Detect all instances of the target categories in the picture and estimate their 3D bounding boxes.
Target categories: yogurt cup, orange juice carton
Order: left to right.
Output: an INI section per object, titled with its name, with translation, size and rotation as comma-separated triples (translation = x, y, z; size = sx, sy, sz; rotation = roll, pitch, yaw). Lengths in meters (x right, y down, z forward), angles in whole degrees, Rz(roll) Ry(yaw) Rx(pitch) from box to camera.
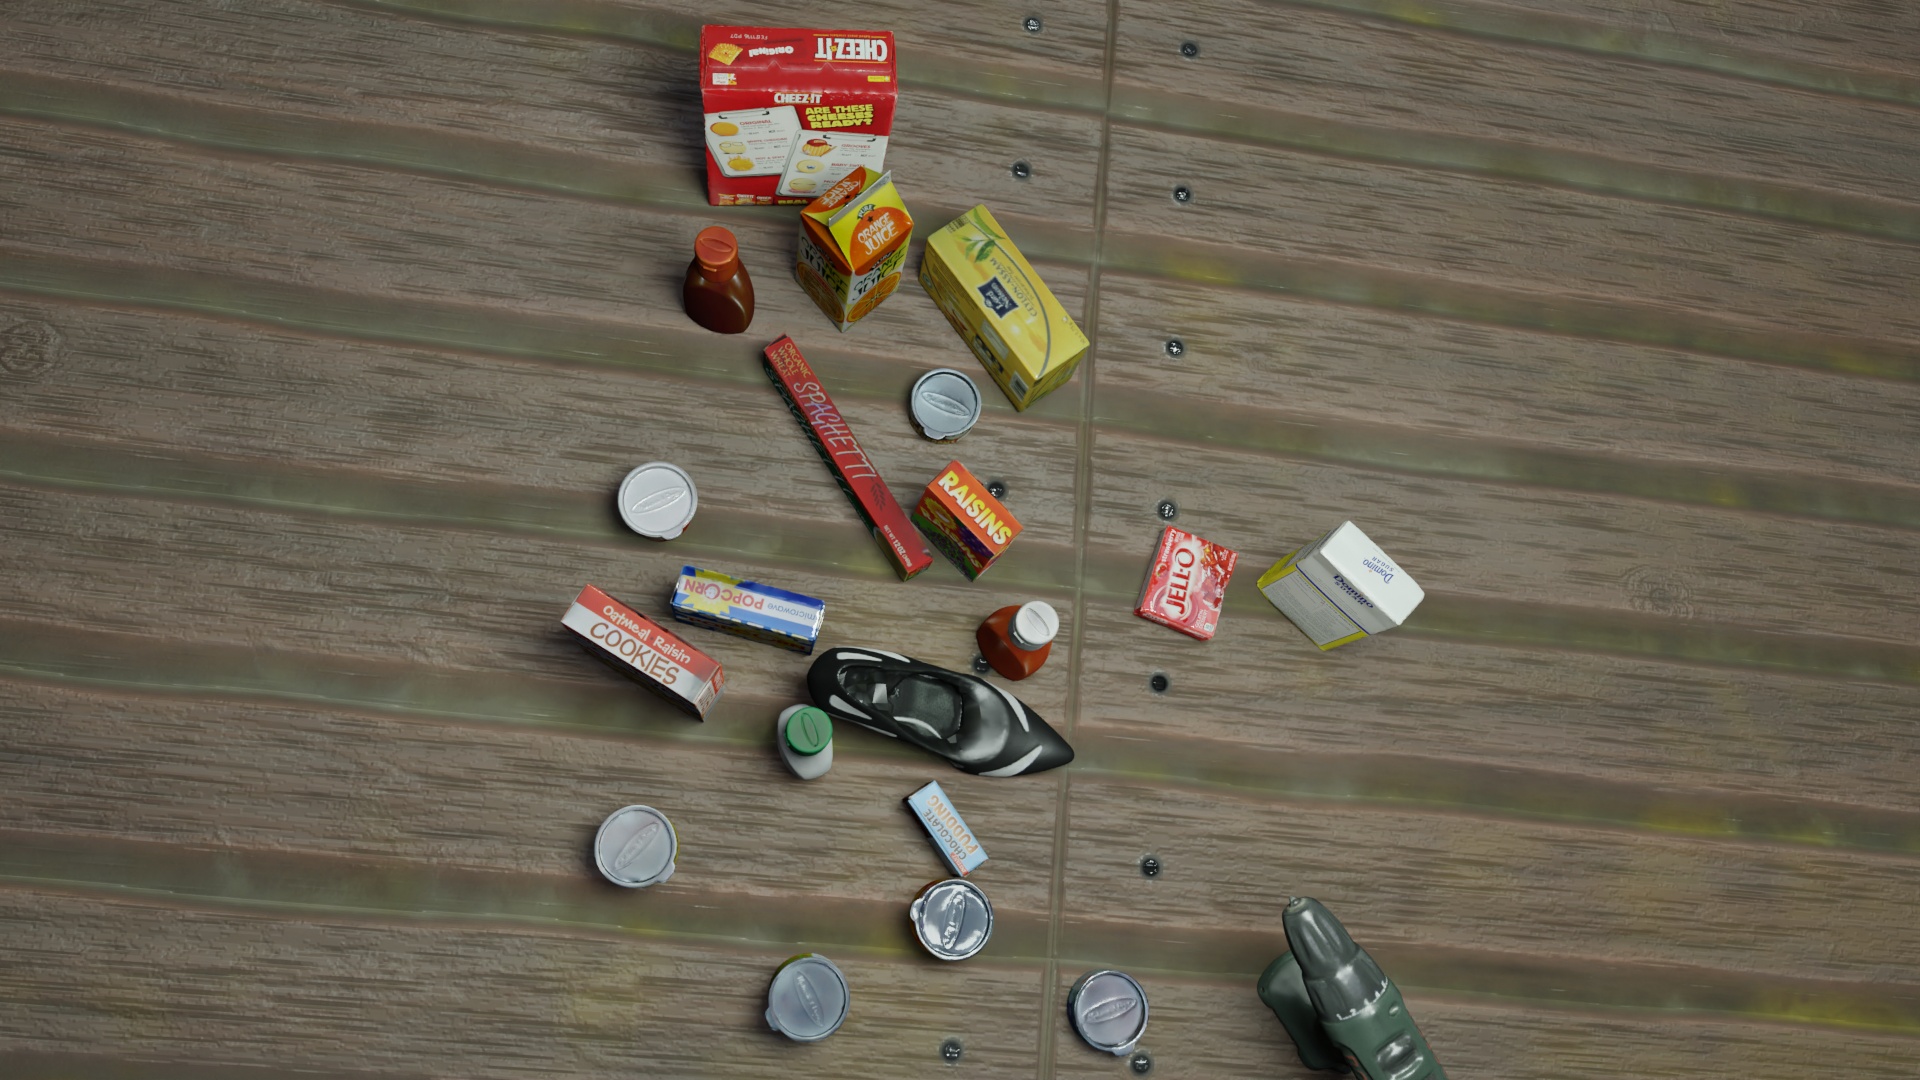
[yogurt cup]
translation = -0.267, -0.031, 1.233
size = 0.072, 0.054, 0.072
rotation = 2, 77, -8
[orange juice carton]
translation = -0.097, -0.265, 1.242
size = 0.072, 0.192, 0.073
rotation = -41, 86, -15

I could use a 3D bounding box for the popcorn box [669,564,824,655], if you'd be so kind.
[popcorn box]
translation = -0.183, 0.062, 1.207
size = 0.127, 0.085, 0.038
rotation = 15, 75, -5

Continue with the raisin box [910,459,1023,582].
[raisin box]
translation = 0.004, -0.015, 1.234
size = 0.040, 0.123, 0.086
rotation = -43, 86, -15

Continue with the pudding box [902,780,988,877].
[pudding box]
translation = -0.014, 0.251, 1.205
size = 0.030, 0.049, 0.084
rotation = -34, 84, -14

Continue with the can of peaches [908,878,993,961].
[can of peaches]
translation = -0.011, 0.321, 1.184
size = 0.071, 0.058, 0.071
rotation = 2, 77, -8

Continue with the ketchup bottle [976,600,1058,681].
[ketchup bottle]
translation = 0.052, 0.084, 1.204
size = 0.043, 0.148, 0.065
rotation = -38, 85, -14

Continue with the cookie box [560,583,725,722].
[cookie box]
translation = -0.257, 0.096, 1.145
size = 0.123, 0.167, 0.040
rotation = 31, 75, 0

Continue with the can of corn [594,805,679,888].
[can of corn]
translation = -0.267, 0.258, 1.161
size = 0.071, 0.058, 0.071
rotation = 2, 77, -8

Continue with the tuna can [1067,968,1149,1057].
[tuna can]
translation = 0.128, 0.407, 1.198
size = 0.071, 0.032, 0.071
rotation = 2, 77, -8

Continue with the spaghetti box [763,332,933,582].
[spaghetti box]
translation = -0.105, -0.075, 1.269
size = 0.029, 0.050, 0.250
rotation = -32, 83, -14

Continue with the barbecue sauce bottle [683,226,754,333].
[barbecue sauce bottle]
translation = -0.216, -0.232, 1.239
size = 0.065, 0.148, 0.044
rotation = 17, 75, -4

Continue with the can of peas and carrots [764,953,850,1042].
[can of peas and carrots]
translation = -0.129, 0.380, 1.152
size = 0.071, 0.058, 0.071
rotation = 2, 77, -8

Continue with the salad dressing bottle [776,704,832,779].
[salad dressing bottle]
translation = -0.129, 0.165, 1.158
size = 0.044, 0.147, 0.064
rotation = -19, 81, -12

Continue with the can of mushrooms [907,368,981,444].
[can of mushrooms]
translation = -0.016, -0.123, 1.303
size = 0.071, 0.033, 0.071
rotation = 2, 77, -8
